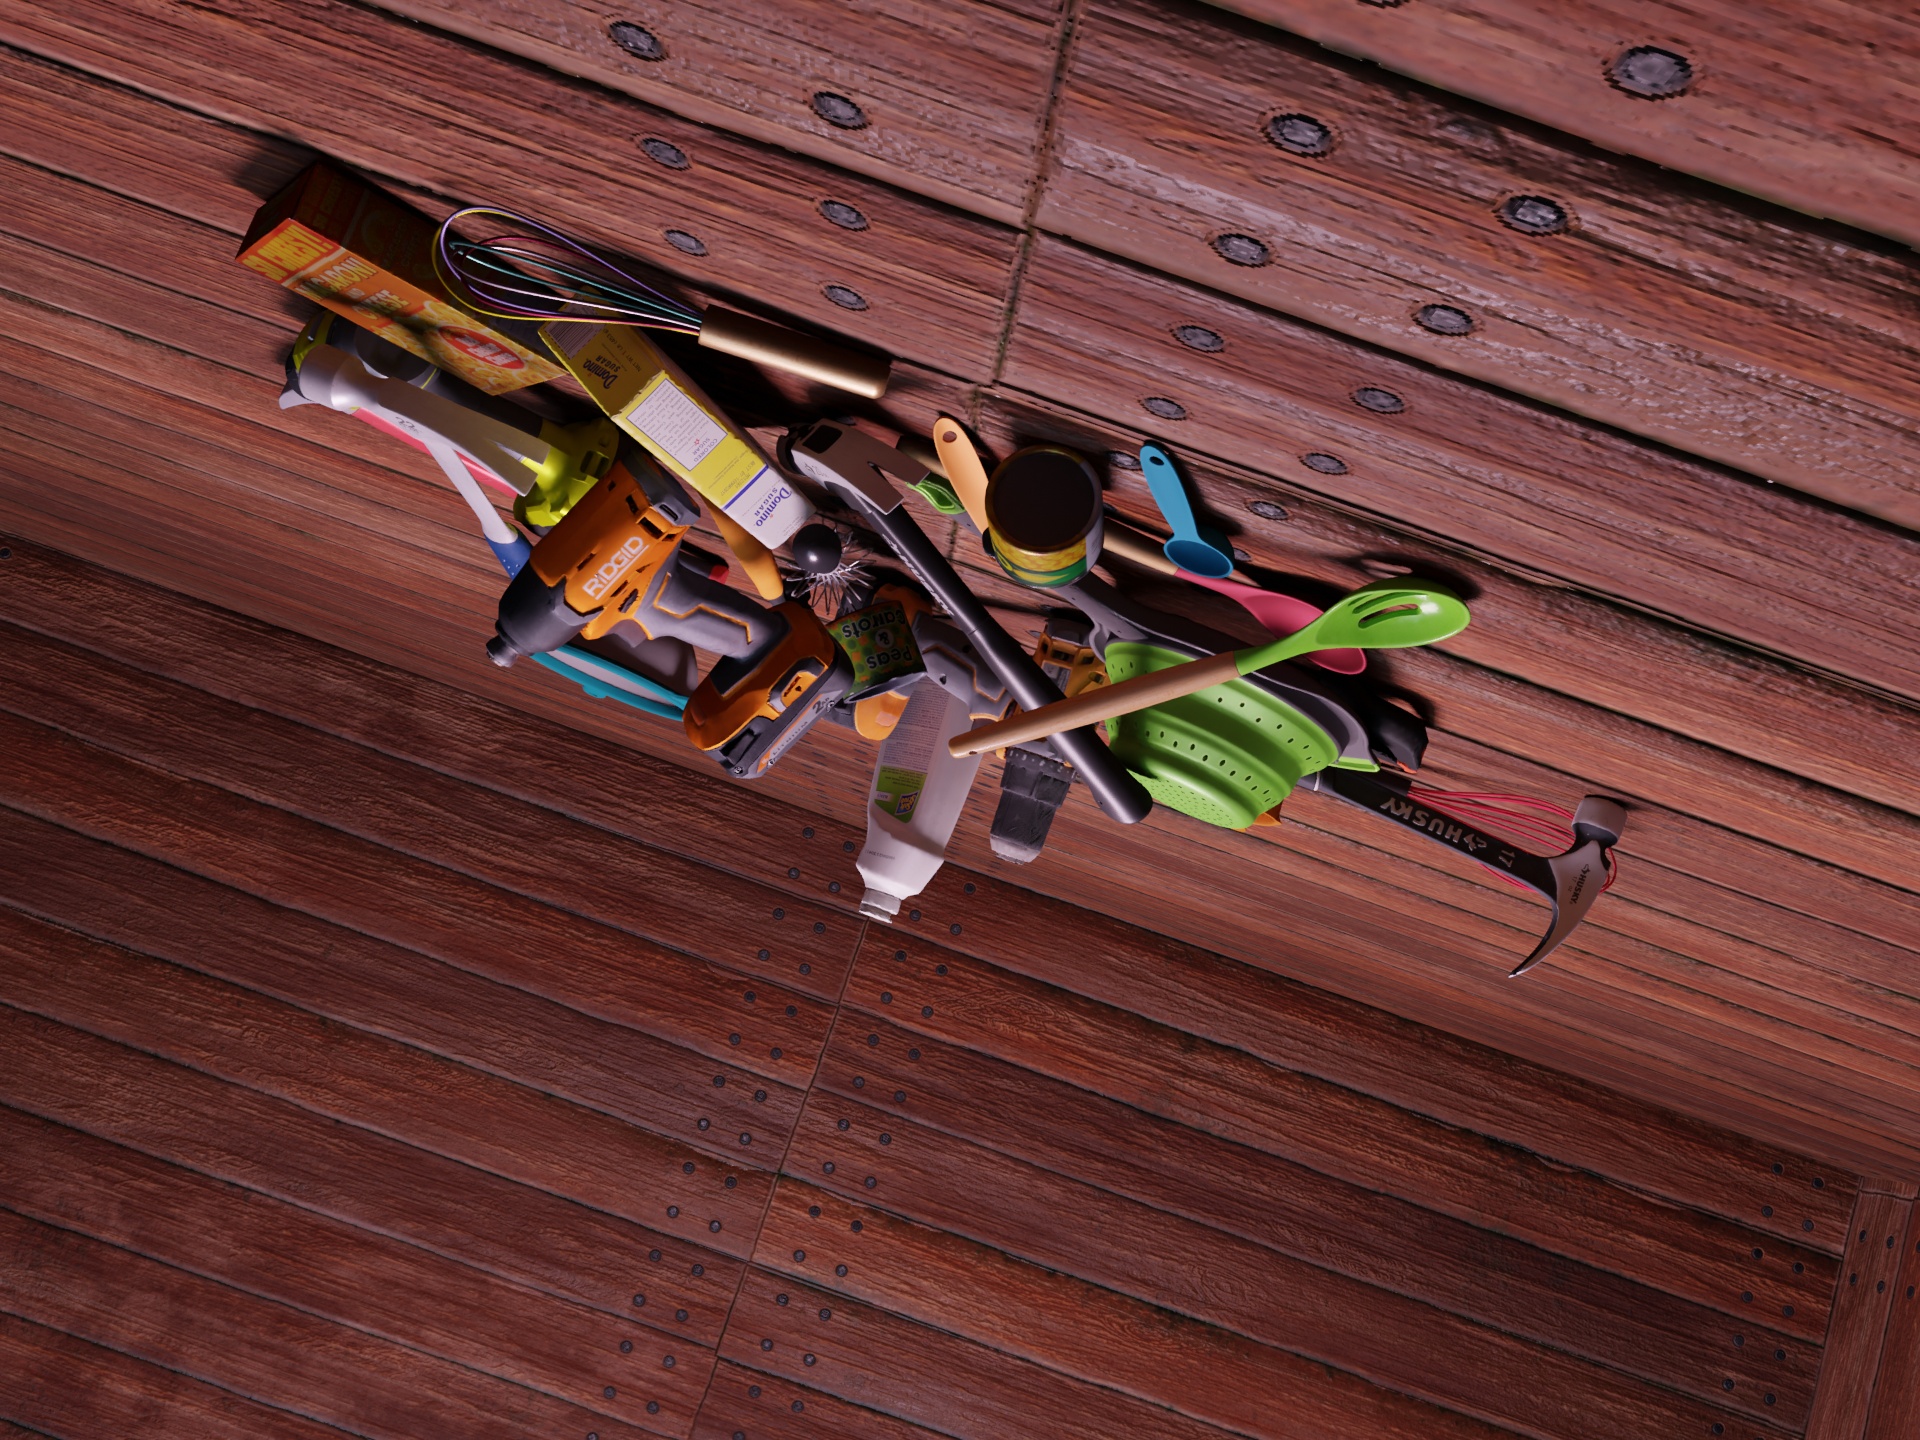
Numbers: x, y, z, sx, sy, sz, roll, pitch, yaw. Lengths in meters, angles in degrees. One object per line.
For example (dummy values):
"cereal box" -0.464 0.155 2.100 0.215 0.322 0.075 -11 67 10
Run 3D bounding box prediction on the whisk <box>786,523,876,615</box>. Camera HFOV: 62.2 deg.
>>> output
"whisk" -0.089 -0.108 1.071 0.070 0.070 0.284 20 180 -3

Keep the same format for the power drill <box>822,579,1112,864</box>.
"power drill" -0.002 -0.004 1.225 0.226 0.185 0.084 17 178 27

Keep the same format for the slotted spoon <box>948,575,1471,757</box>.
"slotted spoon" 0.136 -0.027 0.929 0.314 0.031 0.070 -17 149 18

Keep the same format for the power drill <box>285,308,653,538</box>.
"power drill" -0.346 -0.207 1.096 0.228 0.080 0.191 30 165 -34

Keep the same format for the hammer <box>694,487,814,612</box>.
"hammer" -0.149 -0.109 1.190 0.034 0.127 0.336 -15 160 2

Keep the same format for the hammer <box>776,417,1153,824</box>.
"hammer" 0.020 -0.051 0.982 0.334 0.035 0.146 49 170 -27

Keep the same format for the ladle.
"ladle" 0.107 -0.103 0.957 0.315 0.031 0.069 23 165 -8

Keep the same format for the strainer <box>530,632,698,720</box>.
"strainer" -0.377 -0.078 1.745 0.211 0.095 0.340 25 170 -13

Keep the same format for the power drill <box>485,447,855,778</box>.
"power drill" -0.195 -0.055 1.064 0.226 0.164 0.084 42 -174 -41

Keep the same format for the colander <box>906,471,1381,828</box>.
"colander" 0.106 -0.027 1.054 0.396 0.094 0.205 32 170 -28

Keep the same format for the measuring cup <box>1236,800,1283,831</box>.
"measuring cup" 0.259 0.067 1.474 0.095 0.052 0.173 16 171 16

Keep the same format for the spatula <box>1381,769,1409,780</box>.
"spatula" 0.220 0.010 1.343 0.316 0.018 0.059 17 163 17

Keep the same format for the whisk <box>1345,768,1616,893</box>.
"whisk" 0.372 0.067 1.260 0.296 0.073 0.073 22 170 14

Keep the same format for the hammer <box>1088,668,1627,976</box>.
"hammer" 0.283 0.051 1.202 0.409 0.149 0.036 25 165 9

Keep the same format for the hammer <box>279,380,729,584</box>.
"hammer" -0.360 -0.189 1.306 0.386 0.038 0.143 27 168 -36

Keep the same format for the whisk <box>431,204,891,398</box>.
"whisk" -0.156 -0.211 0.834 0.245 0.047 0.051 17 168 -5

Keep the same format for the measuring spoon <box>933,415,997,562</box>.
"measuring spoon" 0.008 -0.135 0.928 0.021 0.011 0.116 -18 137 11

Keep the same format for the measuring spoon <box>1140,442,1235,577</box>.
"measuring spoon" 0.125 -0.121 0.880 0.042 0.021 0.128 14 159 29

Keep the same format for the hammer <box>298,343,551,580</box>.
"hammer" -0.316 -0.131 1.099 0.144 0.035 0.405 23 166 4
